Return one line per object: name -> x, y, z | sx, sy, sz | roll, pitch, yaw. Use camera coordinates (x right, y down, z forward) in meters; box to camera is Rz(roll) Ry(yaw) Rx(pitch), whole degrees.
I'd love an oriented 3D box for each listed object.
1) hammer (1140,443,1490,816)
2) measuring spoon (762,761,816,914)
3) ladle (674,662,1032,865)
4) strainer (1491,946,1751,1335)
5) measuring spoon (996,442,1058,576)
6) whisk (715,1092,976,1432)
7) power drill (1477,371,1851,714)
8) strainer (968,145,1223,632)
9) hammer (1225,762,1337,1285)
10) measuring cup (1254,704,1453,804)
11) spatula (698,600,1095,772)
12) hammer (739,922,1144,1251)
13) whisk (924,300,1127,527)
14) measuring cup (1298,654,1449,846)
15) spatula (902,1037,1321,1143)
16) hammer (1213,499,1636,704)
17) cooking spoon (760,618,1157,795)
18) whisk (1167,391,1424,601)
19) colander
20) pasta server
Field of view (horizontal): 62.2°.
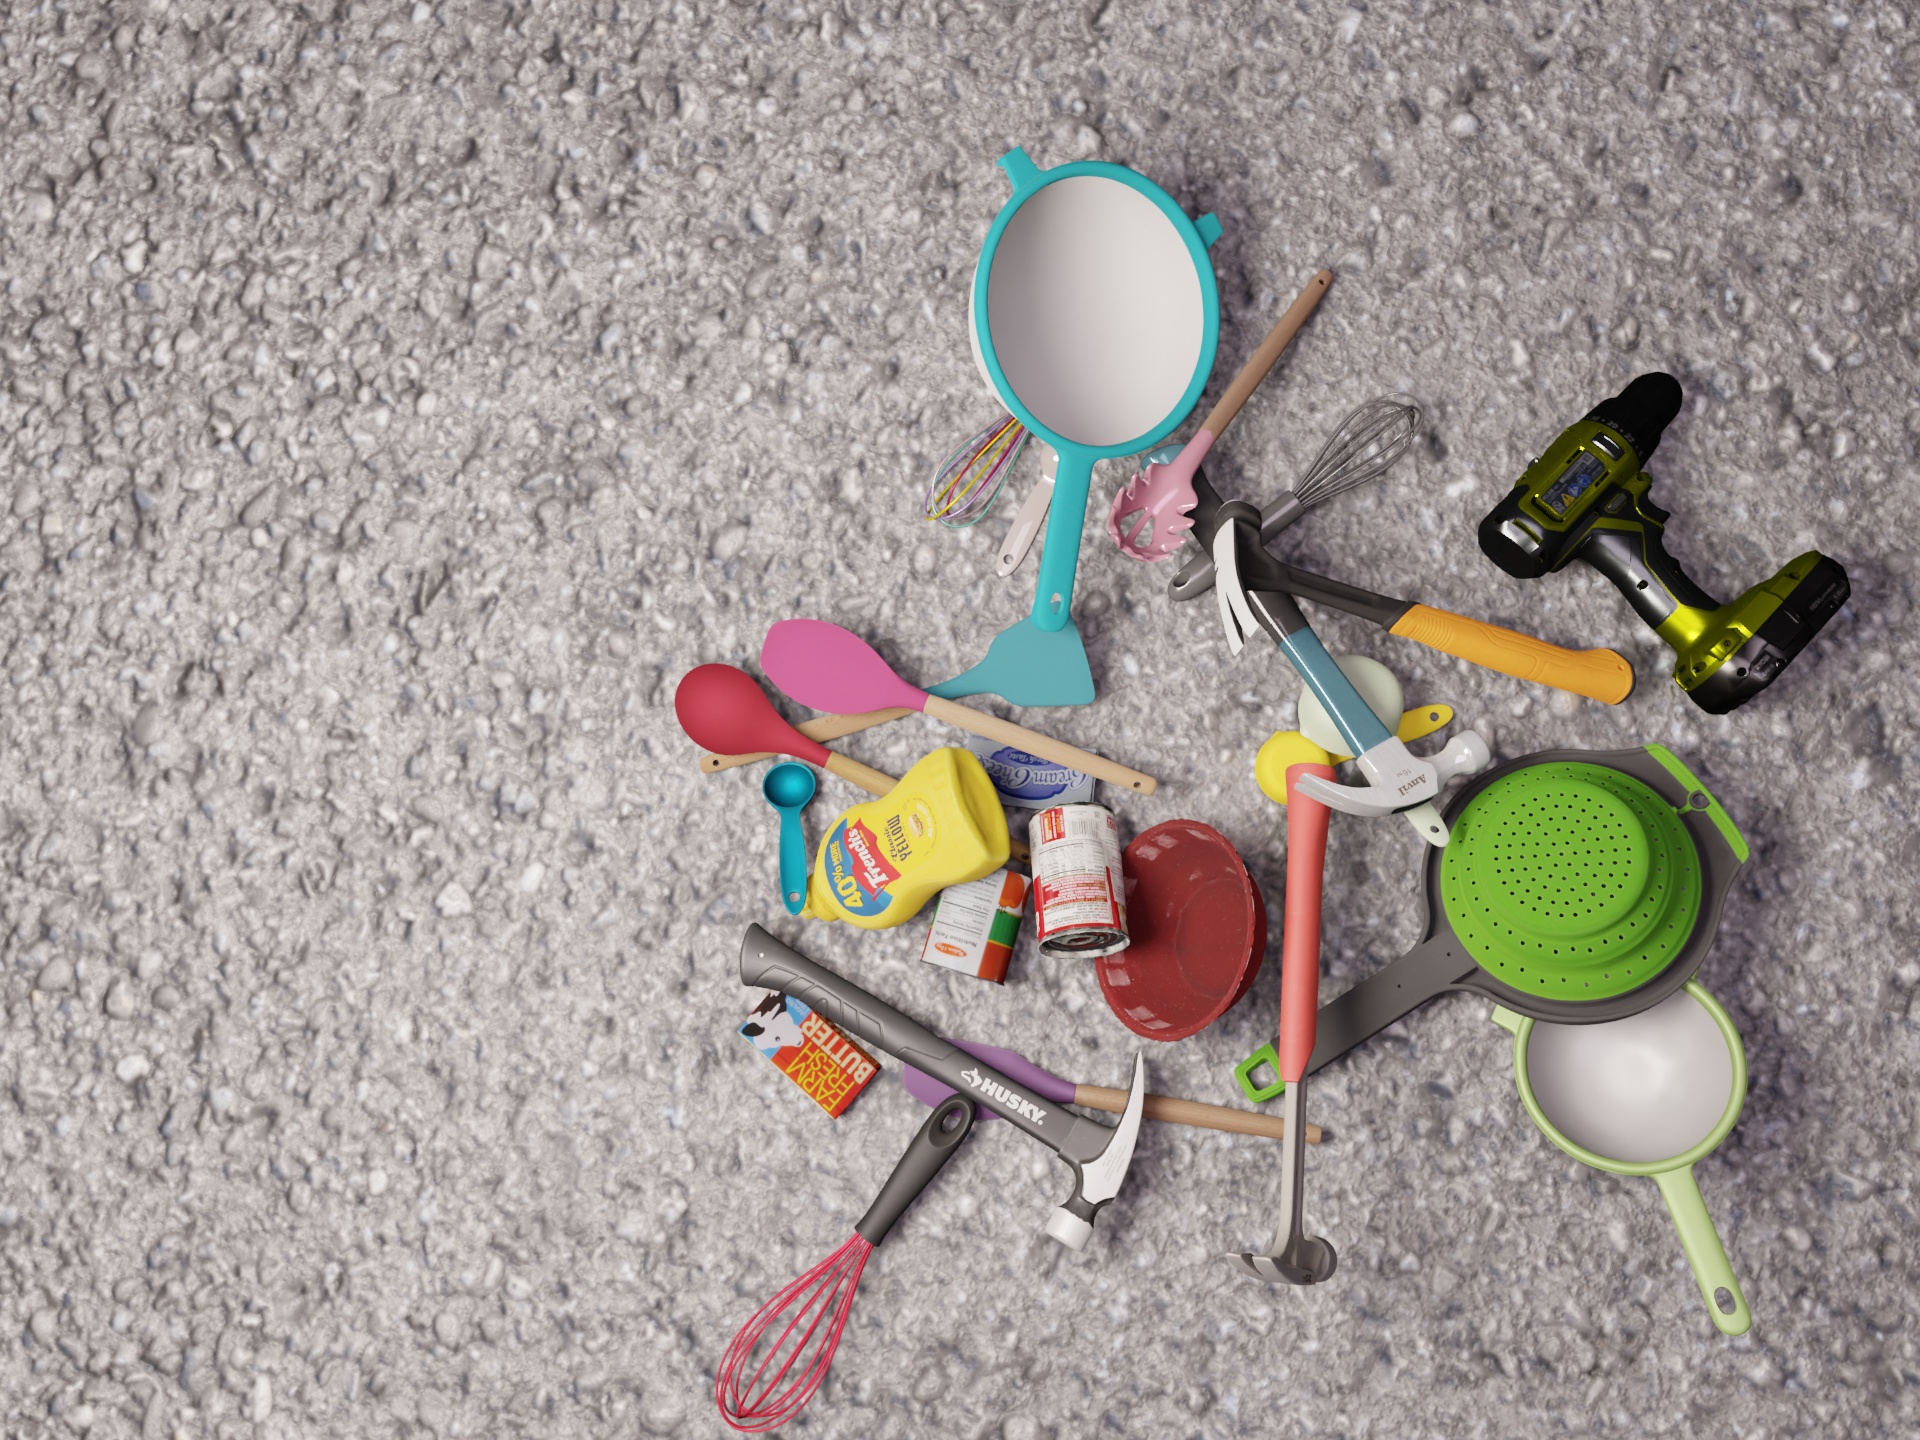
hammer -> 0.239, -0.073, 1.168 | 0.128, 0.033, 0.331 | -29, 72, -11
measuring spoon -> -0.130, 0.093, 1.228 | 0.042, 0.021, 0.129 | -4, 62, -3
ladle -> -0.079, 0.042, 1.228 | 0.315, 0.031, 0.069 | 25, 101, 0
strainer -> 0.488, 0.295, 1.112 | 0.151, 0.069, 0.257 | -21, 65, 15
measuring spoon -> 0.059, -0.170, 1.256 | 0.034, 0.018, 0.124 | 26, 88, 8
whisk -> -0.081, 0.401, 1.186 | 0.073, 0.073, 0.296 | 36, 84, 9
power drill -> 0.527, -0.135, 1.175 | 0.228, 0.080, 0.190 | 44, 81, 11
strainer -> 0.073, -0.237, 1.190 | 0.211, 0.095, 0.340 | 7, 93, -29
hammer -> 0.232, 0.201, 1.102 | 0.037, 0.149, 0.359 | -4, 69, 29
measuring cup -> 0.299, 0.018, 1.204 | 0.156, 0.029, 0.062 | -21, 82, 5
spatula -> -0.056, -0.009, 1.238 | 0.317, 0.044, 0.082 | -17, 97, 5
hammer -> -0.020, 0.243, 1.186 | 0.335, 0.035, 0.146 | 29, 75, 10
whisk -> 0.058, -0.246, 1.254 | 0.051, 0.047, 0.245 | 41, 86, 10
measuring cup -> 0.311, 0.019, 1.165 | 0.083, 0.038, 0.168 | -21, 56, -11
spatula -> 0.112, 0.288, 1.199 | 0.316, 0.018, 0.060 | 7, 92, 8
hammer -> 0.339, -0.063, 1.143 | 0.336, 0.034, 0.127 | 15, 49, -14
cooking spoon -> -0.002, -0.004, 1.212 | 0.319, 0.017, 0.068 | 20, 106, 4
whisk -> 0.255, -0.170, 1.224 | 0.239, 0.055, 0.055 | -38, 81, 5
colander -> 0.359, 0.151, 1.129 | 0.397, 0.094, 0.205 | -35, 61, 8
pasta server -> 0.202, -0.235, 1.194 | 0.060, 0.040, 0.316 | 39, 70, -5
